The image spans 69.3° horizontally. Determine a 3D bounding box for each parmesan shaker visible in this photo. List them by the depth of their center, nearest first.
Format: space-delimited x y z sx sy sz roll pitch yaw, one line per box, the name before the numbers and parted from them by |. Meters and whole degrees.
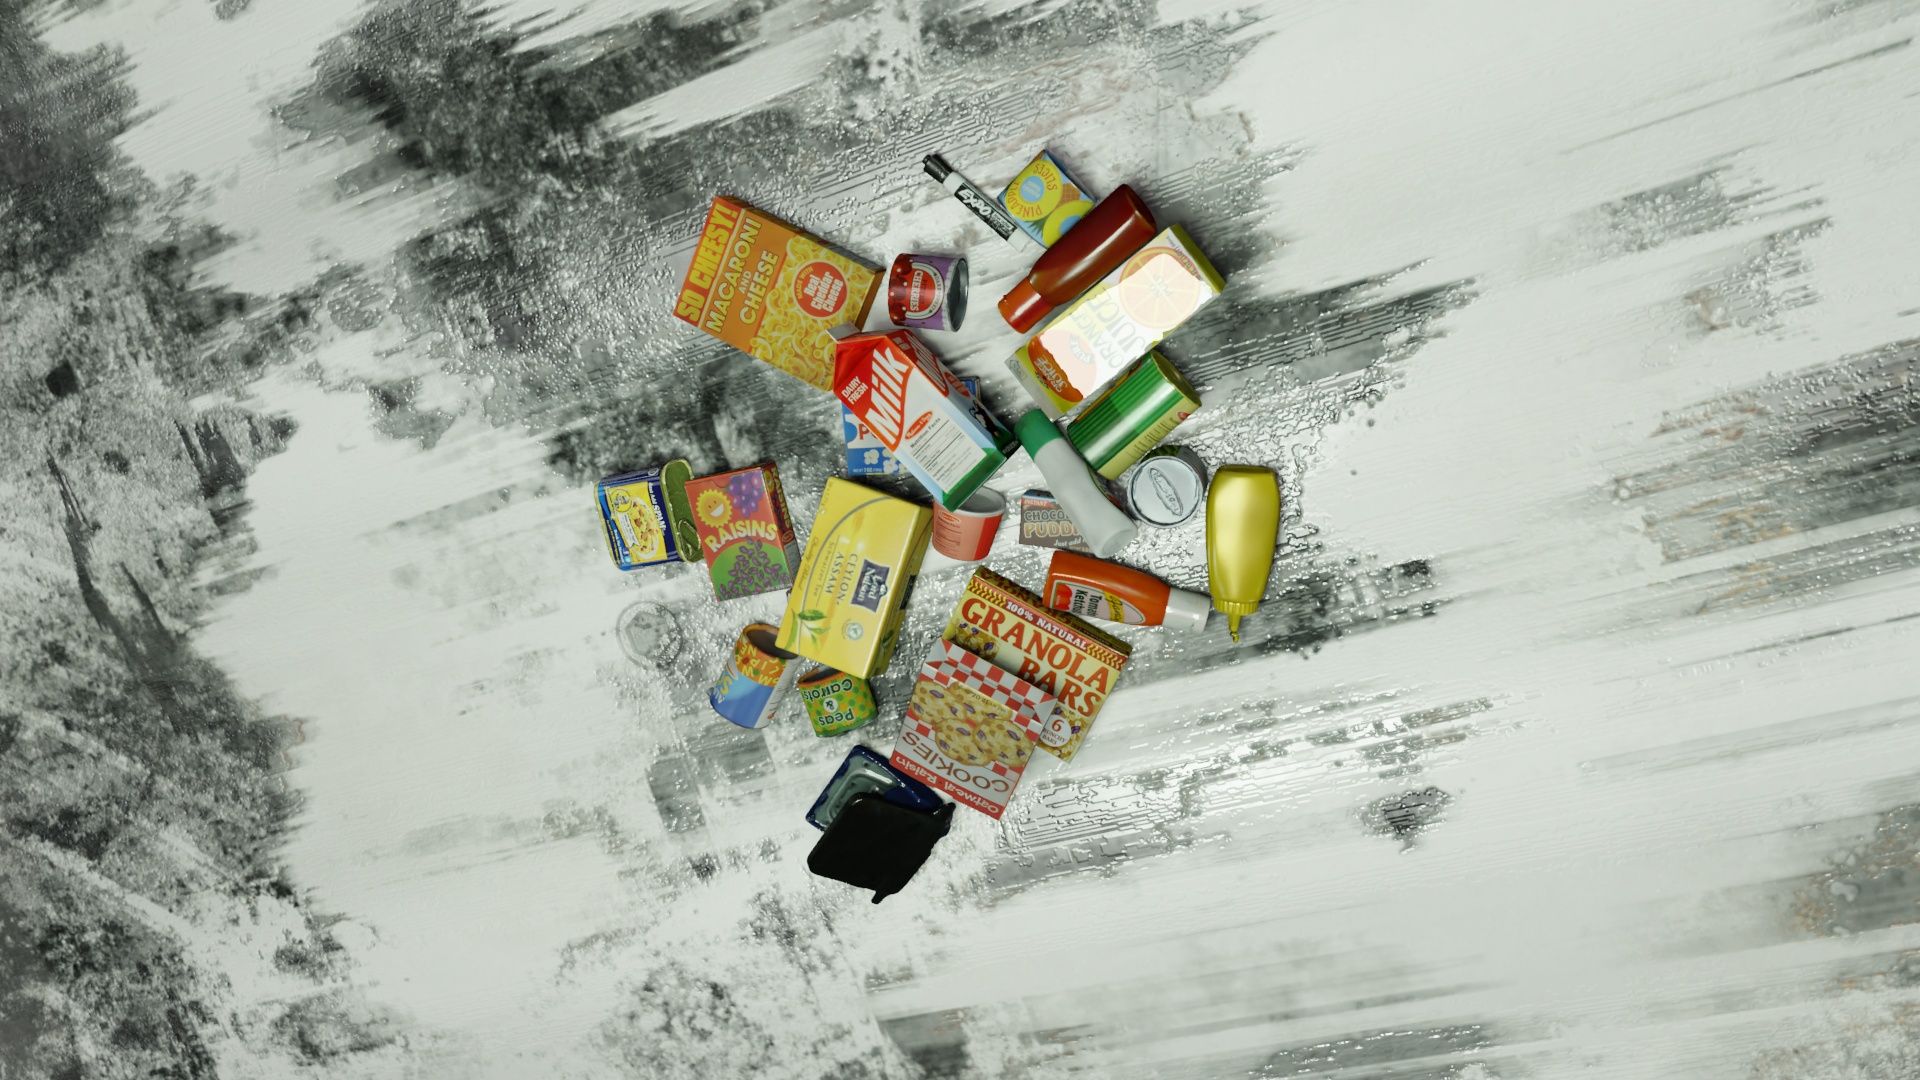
parmesan shaker | 0.150 -0.110 1.221 0.103 0.071 0.071 -41 91 20

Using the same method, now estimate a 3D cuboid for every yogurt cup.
yogurt cup | 0.005 -0.016 1.286 0.072 0.073 0.053 16 115 10

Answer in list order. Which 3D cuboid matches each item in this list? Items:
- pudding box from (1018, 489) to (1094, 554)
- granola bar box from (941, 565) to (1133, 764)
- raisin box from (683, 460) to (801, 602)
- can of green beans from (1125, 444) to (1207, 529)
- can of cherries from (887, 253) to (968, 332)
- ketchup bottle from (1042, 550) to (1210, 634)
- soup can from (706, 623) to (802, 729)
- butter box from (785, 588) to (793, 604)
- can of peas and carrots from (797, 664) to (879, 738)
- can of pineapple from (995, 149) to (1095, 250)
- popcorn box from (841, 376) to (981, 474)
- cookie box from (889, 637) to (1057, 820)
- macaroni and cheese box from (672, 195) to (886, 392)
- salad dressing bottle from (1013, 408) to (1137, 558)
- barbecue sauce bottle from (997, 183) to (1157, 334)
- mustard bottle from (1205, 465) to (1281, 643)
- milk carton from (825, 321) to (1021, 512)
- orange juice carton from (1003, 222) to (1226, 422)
pudding box | 0.098 -0.017 1.279 0.084 0.030 0.049 8 104 13
granola bar box | 0.062 0.118 1.316 0.166 0.039 0.123 28 108 7
raisin box | -0.210 -0.009 1.356 0.086 0.040 0.123 -11 100 18
can of green beans | 0.185 -0.048 1.234 0.071 0.058 0.071 3 104 14
can of cherries | -0.029 -0.222 1.241 0.058 0.072 0.071 8 105 13
ketchup bottle | 0.152 0.051 1.269 0.149 0.044 0.064 13 146 5
soup can | -0.204 0.133 1.373 0.071 0.071 0.083 30 108 6
butter box | -0.117 0.069 1.358 0.103 0.024 0.053 -5 101 15
can of peas and carrots | -0.120 0.154 1.354 0.071 0.071 0.058 -17 98 18
can of pineapple | 0.074 -0.294 1.198 0.071 0.071 0.057 46 109 0
popcorn box | -0.043 -0.106 1.290 0.127 0.038 0.085 -1 104 14
cookie box | 0.008 0.181 1.308 0.123 0.040 0.166 27 136 7
macaroni and cheese box | -0.169 -0.230 1.292 0.166 0.040 0.123 27 108 6
salad dressing bottle | 0.099 -0.053 1.232 0.044 0.064 0.148 -37 64 7
barbecue sauce bottle | 0.097 -0.236 1.181 0.148 0.065 0.043 -38 122 21
mustard bottle | 0.248 0.014 1.237 0.065 0.049 0.159 5 105 10
milk carton | -0.042 -0.122 1.226 0.190 0.072 0.073 45 109 0
orange juice carton | 0.131 -0.186 1.207 0.192 0.073 0.072 -37 93 20
